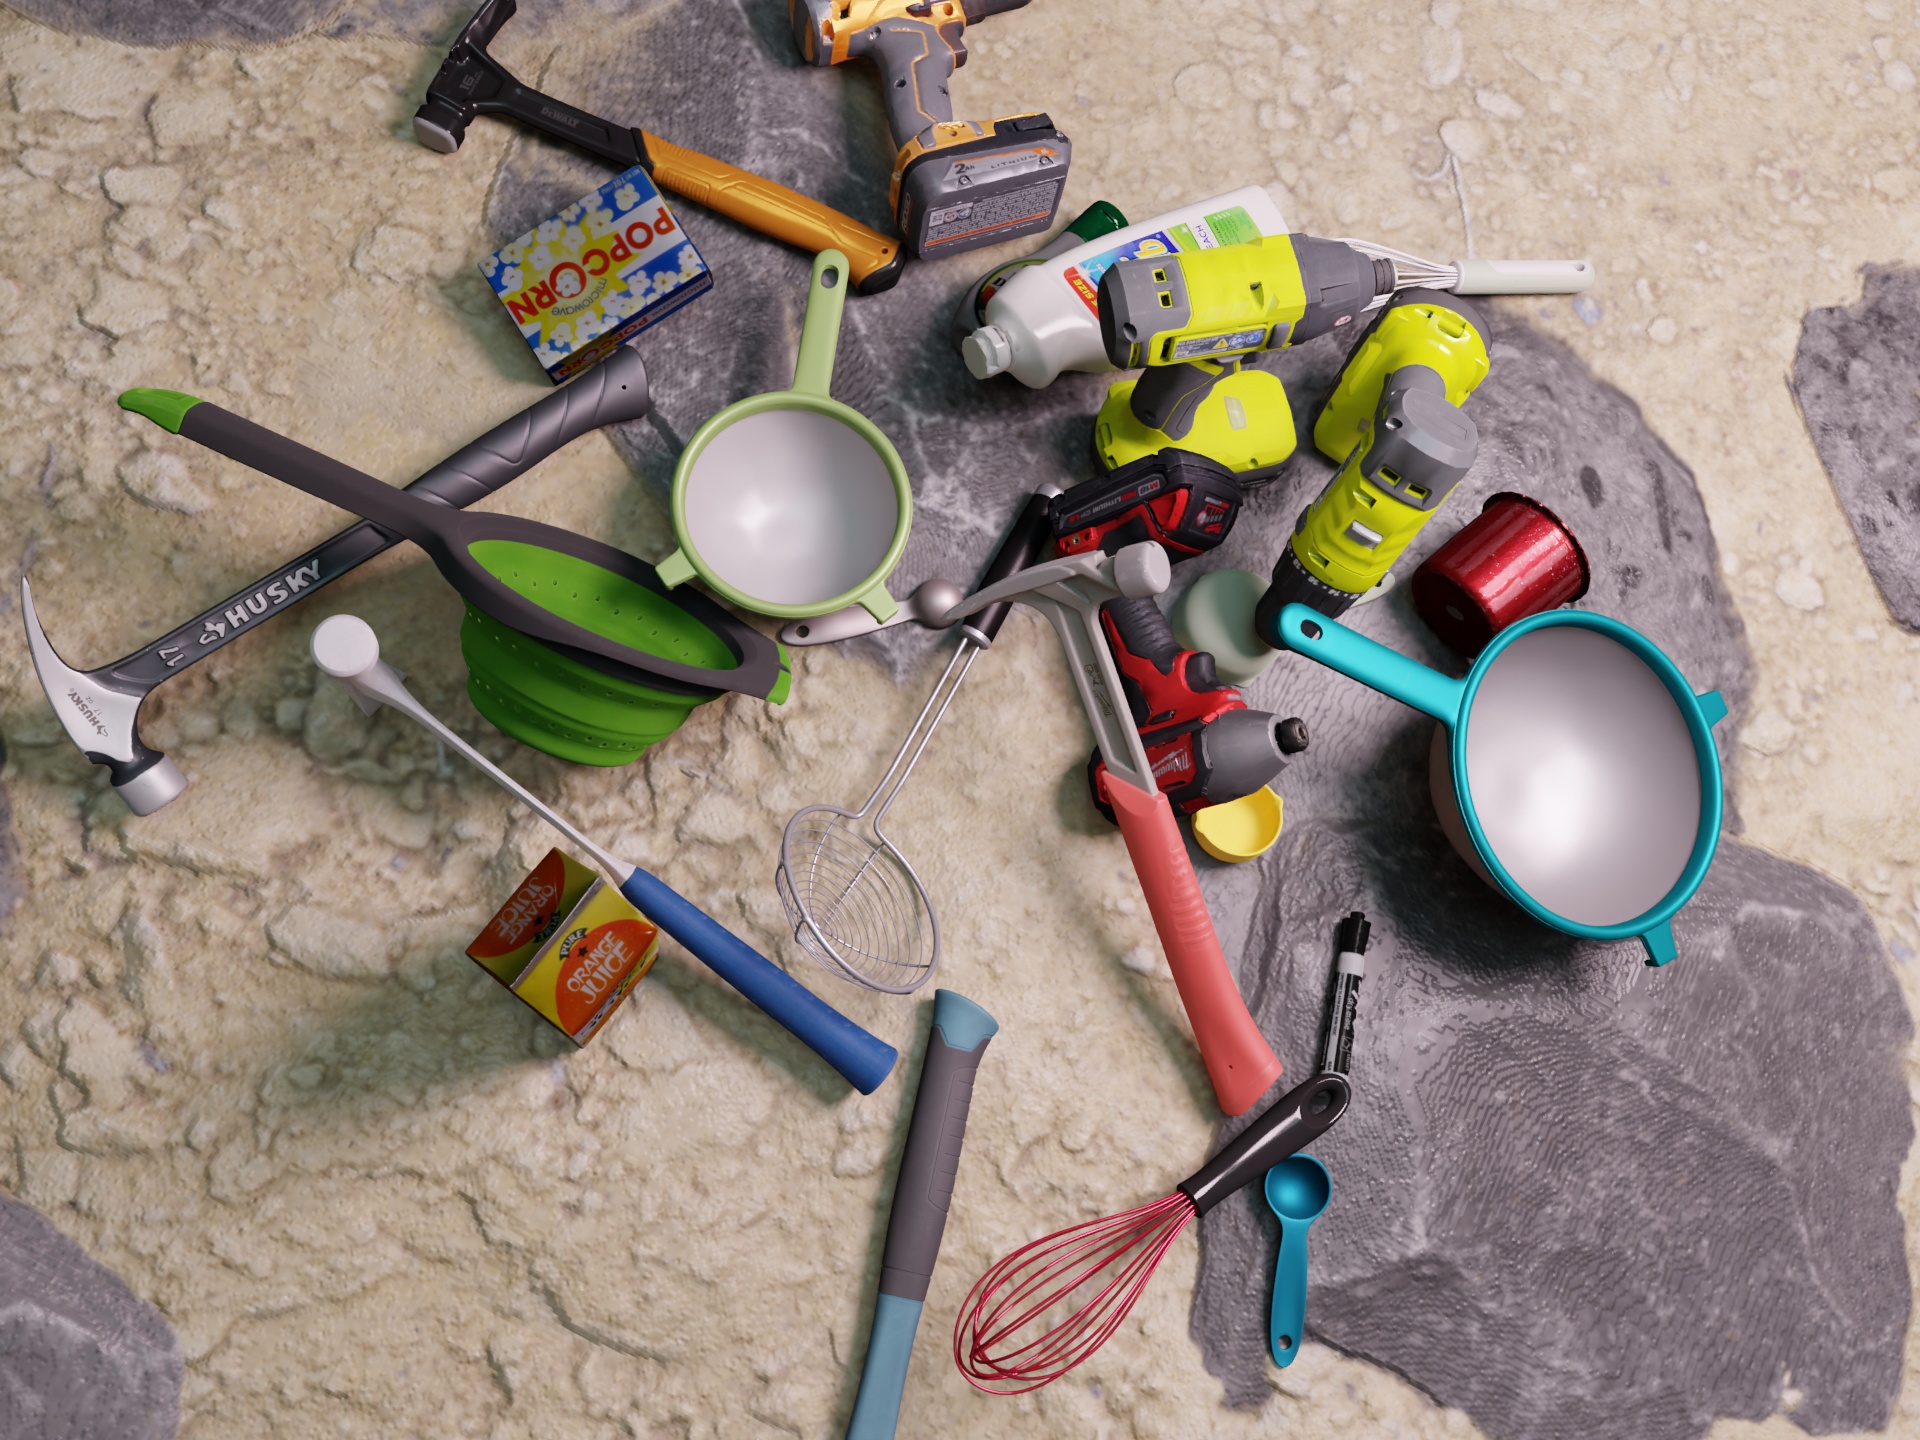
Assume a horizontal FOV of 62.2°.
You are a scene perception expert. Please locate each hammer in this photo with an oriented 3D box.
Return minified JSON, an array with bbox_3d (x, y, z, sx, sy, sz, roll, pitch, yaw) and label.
[{"bbox_3d":[-0.205,0.085,0.938,0.405,0.144,0.035,39,75,-7],"label":"hammer"},{"bbox_3d":[-0.030,0.325,0.937,0.128,0.033,0.331,15,74,-7],"label":"hammer"},{"bbox_3d":[0.109,0.075,0.970,0.037,0.149,0.359,-33,106,-52],"label":"hammer"},{"bbox_3d":[-0.191,-0.384,1.089,0.337,0.034,0.127,24,75,-3],"label":"hammer"},{"bbox_3d":[-0.362,-0.118,0.972,0.409,0.036,0.149,-38,116,-20],"label":"hammer"}]

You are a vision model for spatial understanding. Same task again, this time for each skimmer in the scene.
[{"bbox_3d":[-0.002,-0.003,0.994,0.127,0.090,0.363,38,69,-27],"label":"skimmer"}]

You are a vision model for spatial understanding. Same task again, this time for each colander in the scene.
[{"bbox_3d":[-0.296,-0.070,0.923,0.397,0.205,0.094,24,105,-13],"label":"colander"}]

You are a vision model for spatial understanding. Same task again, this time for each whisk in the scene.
[{"bbox_3d":[0.120,0.295,0.940,0.296,0.073,0.073,-30,83,-20],"label":"whisk"},{"bbox_3d":[0.353,-0.324,1.158,0.246,0.059,0.058,-4,49,-15],"label":"whisk"}]

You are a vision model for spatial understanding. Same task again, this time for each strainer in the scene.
[{"bbox_3d":[-0.102,-0.179,1.033,0.151,0.069,0.256,9,74,-5],"label":"strainer"},{"bbox_3d":[0.327,0.014,1.025,0.340,0.095,0.211,24,72,-14],"label":"strainer"}]

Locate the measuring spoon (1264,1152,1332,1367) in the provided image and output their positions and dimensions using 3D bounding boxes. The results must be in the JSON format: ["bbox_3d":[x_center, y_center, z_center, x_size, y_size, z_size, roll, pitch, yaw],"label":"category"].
[{"bbox_3d":[0.203,0.332,0.985,0.042,0.021,0.129,6,84,0],"label":"measuring spoon"}]

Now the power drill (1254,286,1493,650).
[{"bbox_3d":[0.264,-0.163,1.027,0.080,0.190,0.229,29,45,-1],"label":"power drill"}]

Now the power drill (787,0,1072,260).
[{"bbox_3d":[0.002,-0.446,1.109,0.185,0.084,0.226,-19,71,-15],"label":"power drill"}]

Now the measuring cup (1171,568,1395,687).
[{"bbox_3d":[0.225,-0.078,1.076,0.167,0.038,0.083,-17,79,-11],"label":"measuring cup"}]

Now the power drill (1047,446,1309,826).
[{"bbox_3d":[0.137,-0.051,1.005,0.078,0.143,0.220,7,69,-51],"label":"power drill"}]

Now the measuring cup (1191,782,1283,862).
[{"bbox_3d":[0.162,0.022,1.054,0.062,0.029,0.157,-16,67,-13],"label":"measuring cup"}]

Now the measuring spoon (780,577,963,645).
[{"bbox_3d":[-0.057,-0.069,1.039,0.124,0.018,0.034,-13,79,-12],"label":"measuring spoon"}]

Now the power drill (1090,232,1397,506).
[{"bbox_3d":[0.166,-0.220,0.998,0.171,0.223,0.080,-10,74,-4],"label":"power drill"}]
